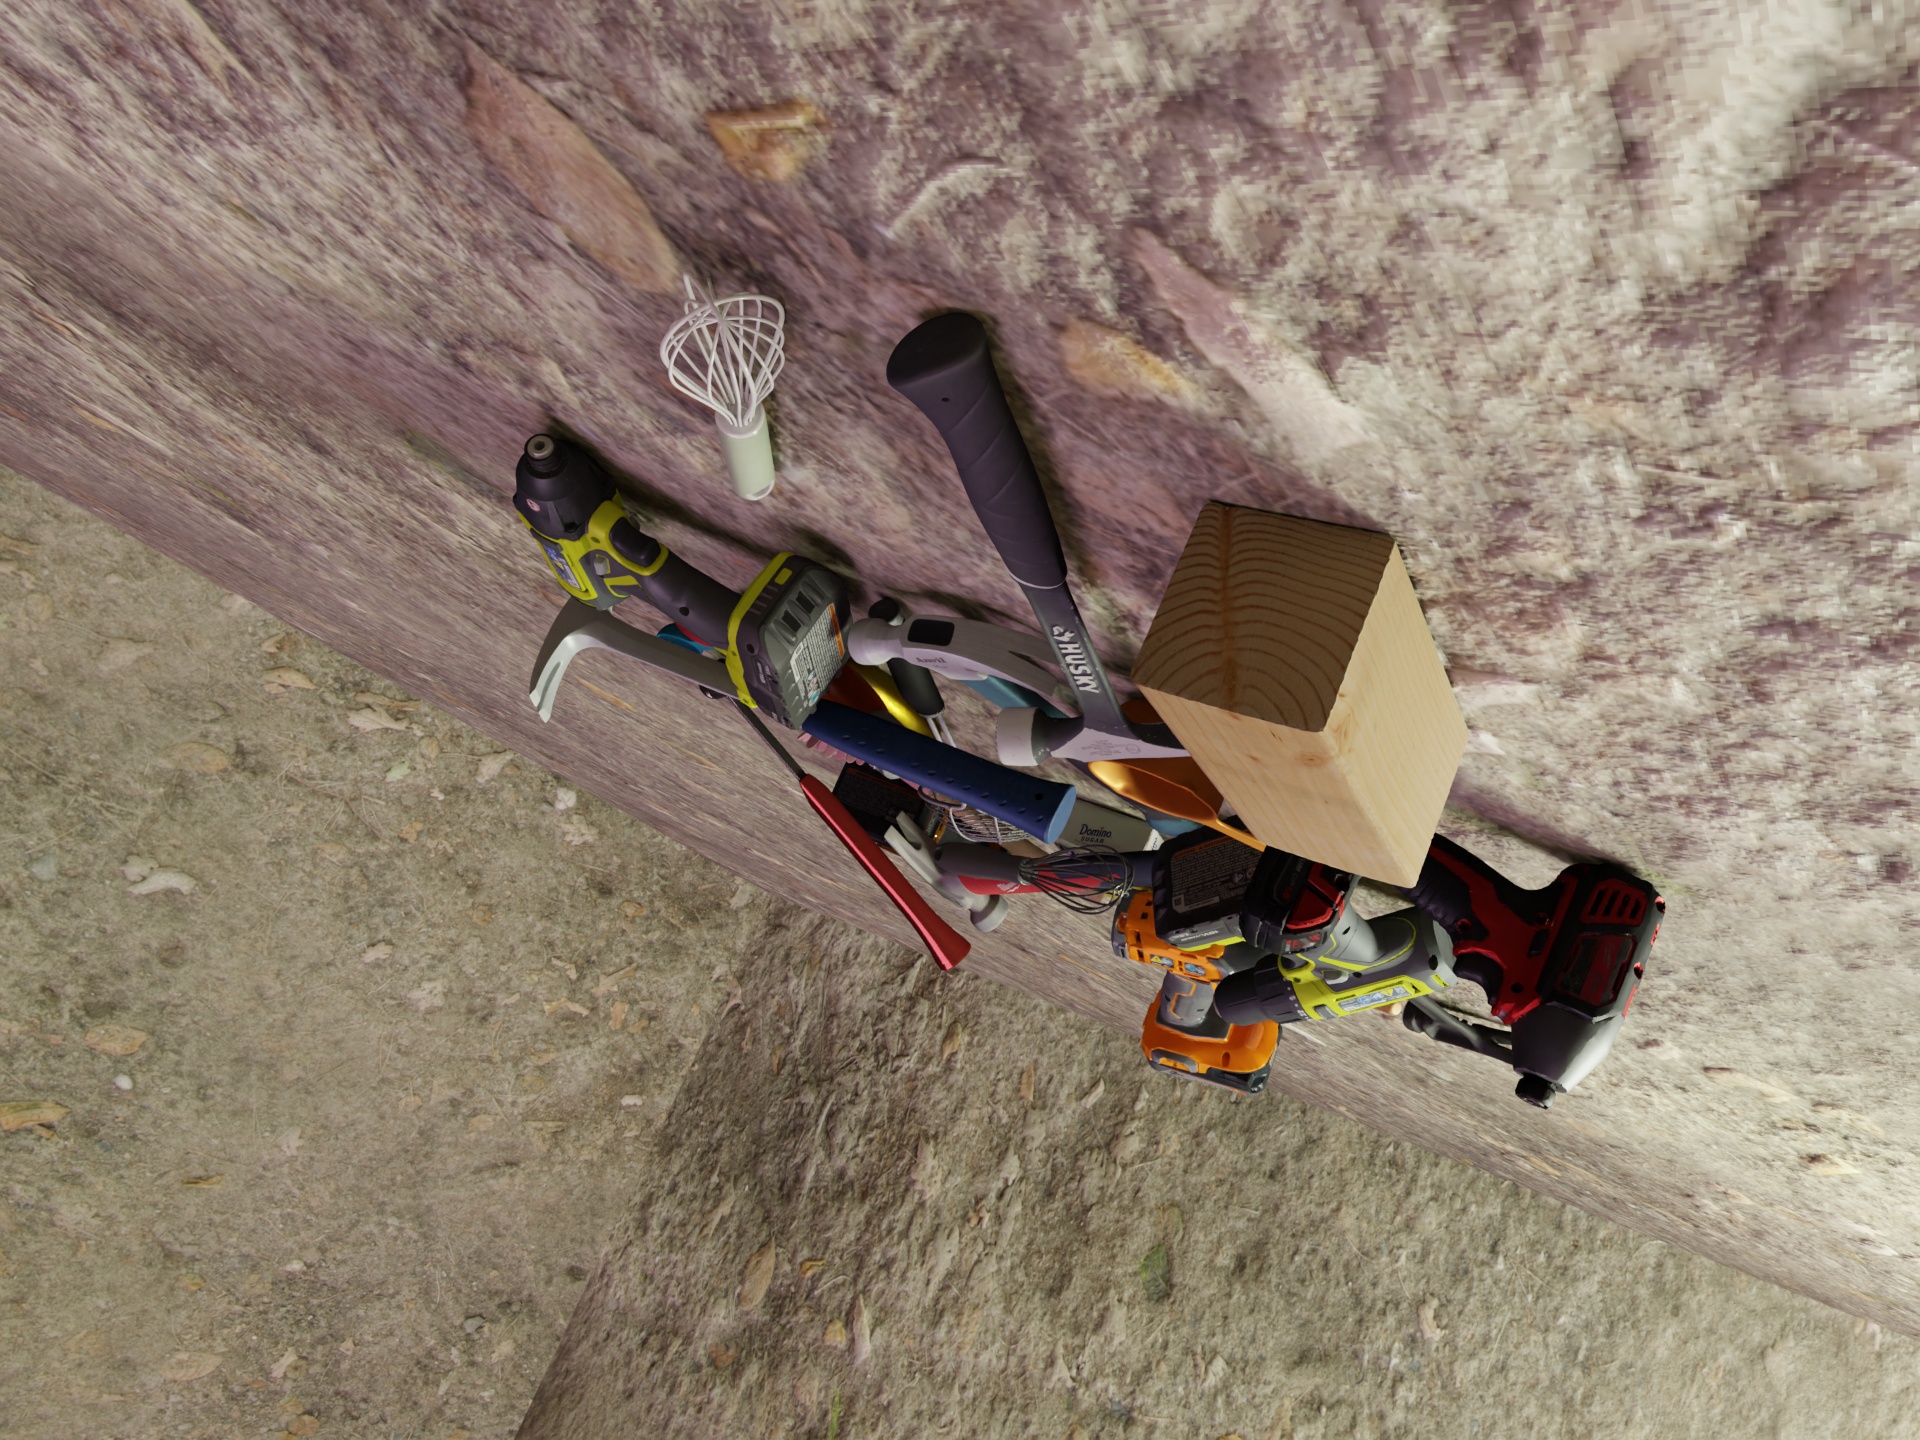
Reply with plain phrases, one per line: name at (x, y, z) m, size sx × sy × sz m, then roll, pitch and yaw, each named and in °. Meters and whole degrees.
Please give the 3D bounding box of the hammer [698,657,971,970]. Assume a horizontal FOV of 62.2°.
hammer at (-0.112, 0.088, 1.452) m, size 0.359 × 0.037 × 0.149 m, roll 51°, pitch 170°, yaw -11°

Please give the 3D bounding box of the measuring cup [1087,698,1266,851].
measuring cup at (0.166, 0.041, 1.018) m, size 0.173 × 0.052 × 0.095 m, roll 27°, pitch 167°, yaw -18°

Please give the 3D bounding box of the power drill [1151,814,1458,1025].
power drill at (0.236, 0.158, 1.165) m, size 0.190 × 0.080 × 0.228 m, roll -22°, pitch 139°, yaw 29°

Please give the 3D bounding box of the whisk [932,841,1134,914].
whisk at (0.053, 0.119, 1.290) m, size 0.055 × 0.055 × 0.239 m, roll 33°, pitch 162°, yaw -35°

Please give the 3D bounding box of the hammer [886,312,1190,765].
hammer at (0.047, -0.065, 0.791) m, size 0.149 × 0.036 × 0.408 m, roll 0°, pitch 156°, yaw 16°

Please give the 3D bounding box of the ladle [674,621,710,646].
ladle at (-0.153, -0.083, 1.170) m, size 0.069 × 0.031 × 0.315 m, roll 31°, pitch 164°, yaw -22°

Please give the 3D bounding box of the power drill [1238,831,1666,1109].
power drill at (0.282, 0.123, 0.931) m, size 0.220 × 0.143 × 0.078 m, roll 23°, pitch 165°, yaw 17°

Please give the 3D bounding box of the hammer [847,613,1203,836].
hammer at (0.072, 0.010, 1.083) m, size 0.128 × 0.033 × 0.330 m, roll 2°, pitch 159°, yaw 39°

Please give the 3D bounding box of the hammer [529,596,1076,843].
hammer at (-0.114, -0.003, 1.093) m, size 0.406 × 0.144 × 0.035 m, roll 21°, pitch 152°, yaw 20°

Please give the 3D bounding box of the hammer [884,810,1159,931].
hammer at (0.084, 0.119, 1.336) m, size 0.143 × 0.038 × 0.386 m, roll 45°, pitch 151°, yaw -20°

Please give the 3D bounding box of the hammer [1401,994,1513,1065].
hammer at (0.387, 0.229, 1.412) m, size 0.127 × 0.034 × 0.336 m, roll 12°, pitch 162°, yaw 47°

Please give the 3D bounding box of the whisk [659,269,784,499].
whisk at (-0.108, -0.152, 0.771) m, size 0.059 × 0.058 × 0.246 m, roll 59°, pitch 172°, yaw 5°

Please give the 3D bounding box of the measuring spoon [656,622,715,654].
measuring spoon at (-0.208, -0.073, 1.349) m, size 0.129 × 0.021 × 0.042 m, roll 0°, pitch 153°, yaw 42°

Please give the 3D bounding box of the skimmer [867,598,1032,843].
skimmer at (-0.002, -0.004, 1.194) m, size 0.127 × 0.090 × 0.362 m, roll 6°, pitch 151°, yaw 19°

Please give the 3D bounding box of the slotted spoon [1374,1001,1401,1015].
slotted spoon at (0.297, 0.218, 1.453) m, size 0.070 × 0.031 × 0.314 m, roll 6°, pitch -175°, yaw -24°

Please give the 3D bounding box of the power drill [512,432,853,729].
power drill at (-0.185, -0.095, 1.031) m, size 0.223 × 0.080 × 0.171 m, roll 29°, pitch 161°, yaw 13°

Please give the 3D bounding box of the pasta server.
pasta server at (-0.008, 0.085, 1.461) m, size 0.316 × 0.040 × 0.060 m, roll 32°, pitch 180°, yaw 7°

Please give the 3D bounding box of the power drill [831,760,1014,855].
power drill at (-0.049, 0.102, 1.623) m, size 0.185 × 0.084 × 0.226 m, roll 19°, pitch 171°, yaw 33°

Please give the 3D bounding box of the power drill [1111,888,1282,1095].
power drill at (0.227, 0.239, 1.395) m, size 0.164 × 0.084 × 0.226 m, roll 10°, pitch 143°, yaw 23°
